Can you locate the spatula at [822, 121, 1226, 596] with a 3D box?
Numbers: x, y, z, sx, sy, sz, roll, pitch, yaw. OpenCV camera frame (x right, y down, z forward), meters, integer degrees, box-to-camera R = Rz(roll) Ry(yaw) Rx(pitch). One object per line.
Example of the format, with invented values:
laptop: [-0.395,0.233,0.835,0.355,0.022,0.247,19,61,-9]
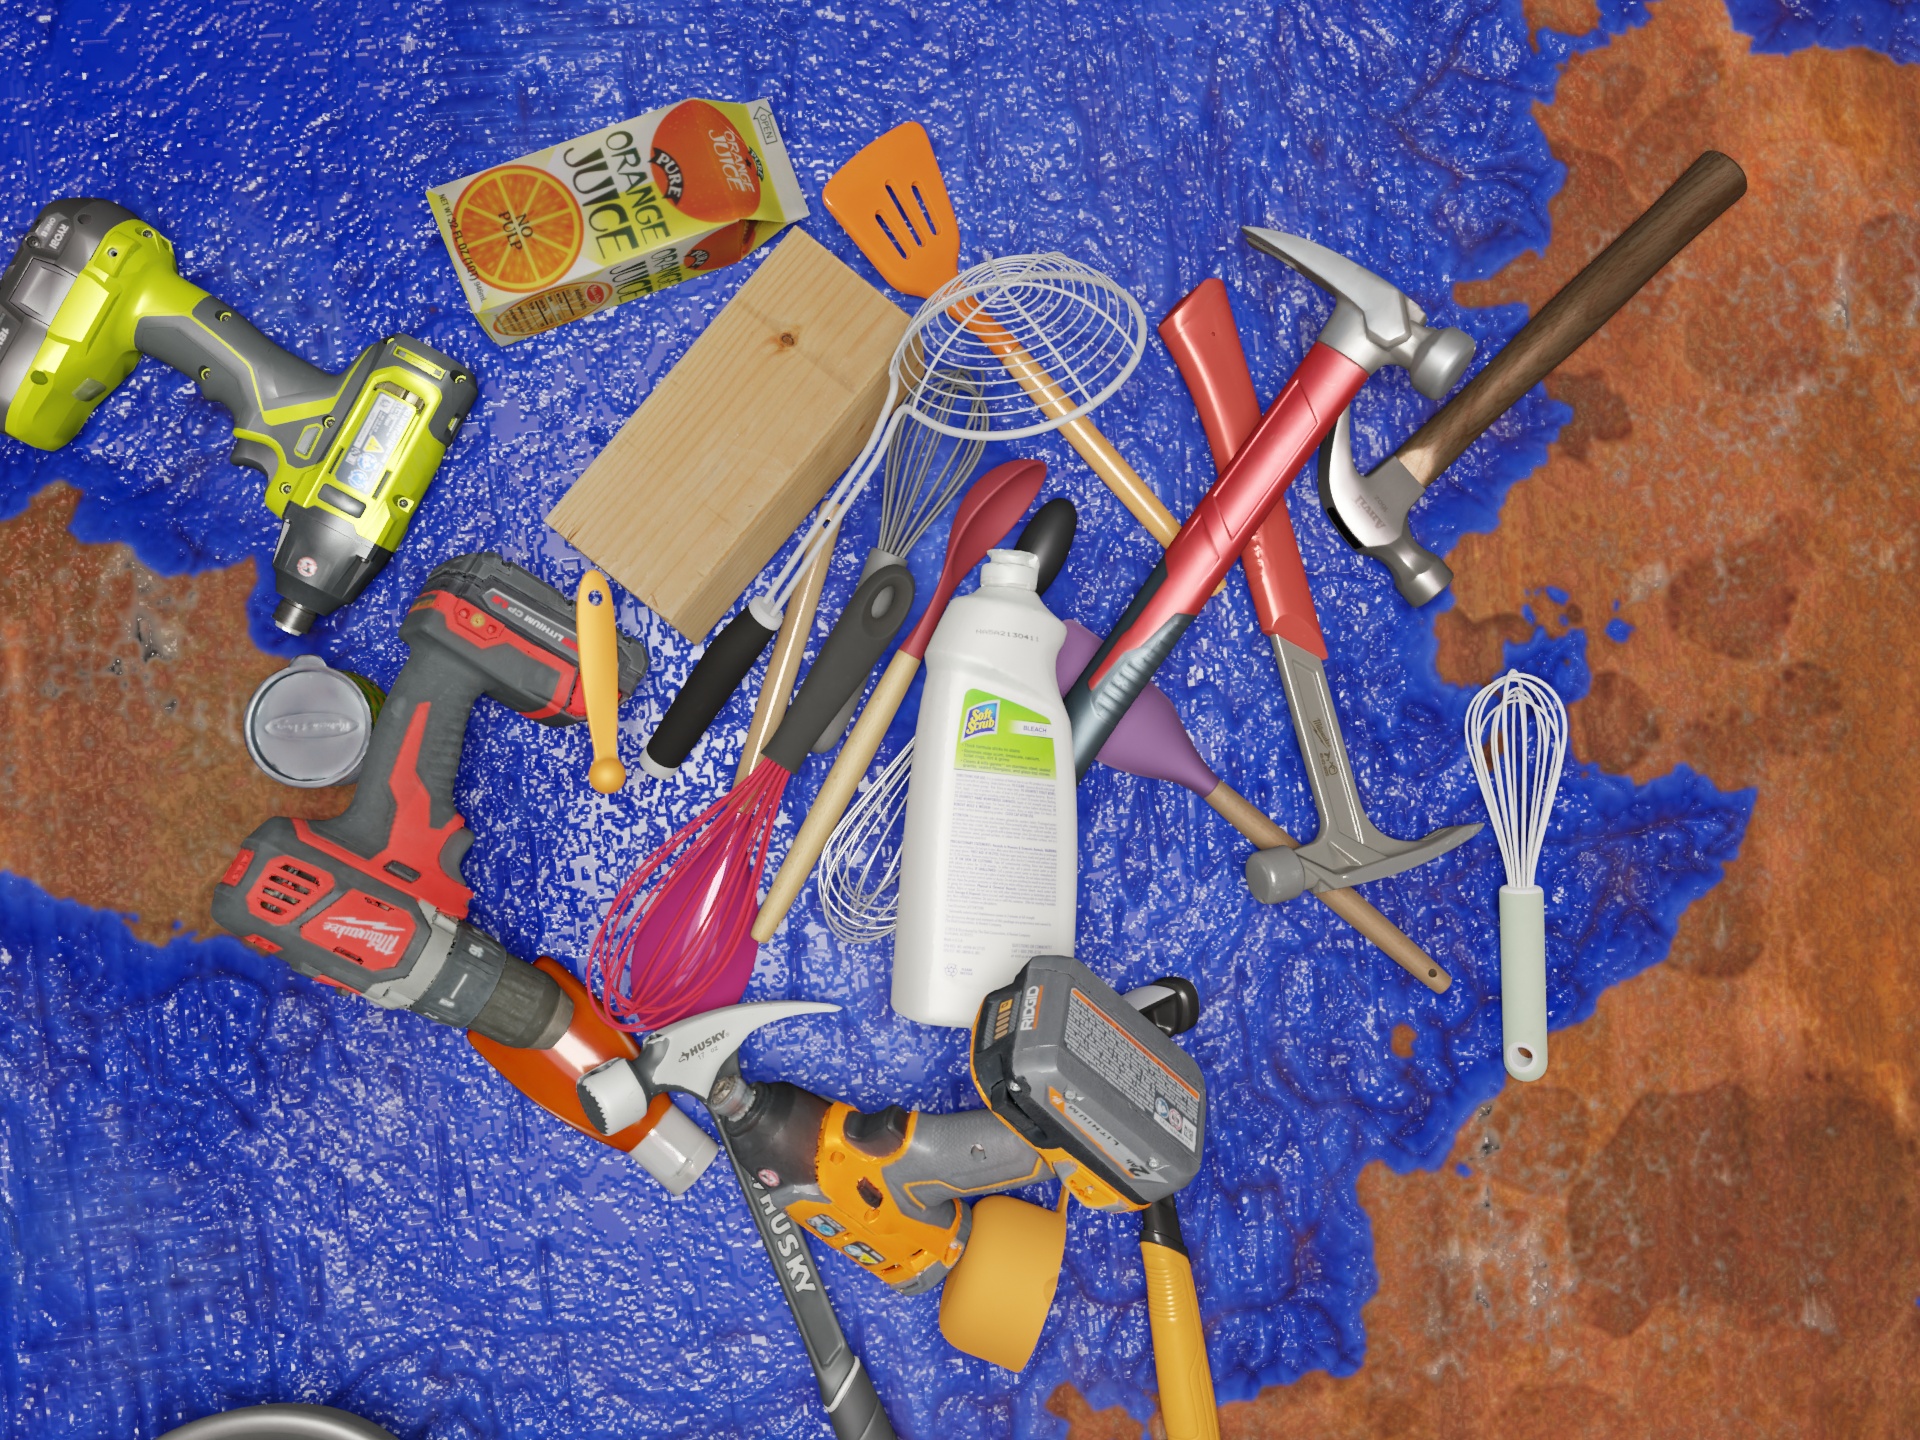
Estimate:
spatula: [0.048,-0.197,0.919,0.322,0.041,0.081,48,69,-5]

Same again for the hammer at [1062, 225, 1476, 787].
hammer: [0.111,-0.084,0.889,0.143,0.038,0.386,38,99,17]

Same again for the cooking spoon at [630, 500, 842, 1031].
cooking spoon: [-0.119,0.027,0.909,0.068,0.017,0.319,17,88,-7]

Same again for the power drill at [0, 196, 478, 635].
power drill: [-0.399,-0.163,0.856,0.223,0.080,0.171,28,86,-8]

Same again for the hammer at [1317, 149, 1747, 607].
hammer: [0.346,-0.225,0.955,0.331,0.031,0.130,-43,94,-5]

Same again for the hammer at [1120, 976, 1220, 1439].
hammer: [0.115,0.323,0.897,0.127,0.034,0.337,-15,97,-48]

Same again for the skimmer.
skimmer: [-0.048,-0.093,0.844,0.090,0.127,0.363,17,123,-39]

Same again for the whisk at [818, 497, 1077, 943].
whisk: [-0.001,-0.002,0.907,0.070,0.070,0.285,28,81,-5]

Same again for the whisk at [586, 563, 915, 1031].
whisk: [-0.109,0.040,0.868,0.073,0.073,0.296,33,86,-5]

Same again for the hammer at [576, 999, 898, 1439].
hammer: [-0.070,0.348,0.886,0.149,0.036,0.409,-25,98,-33]

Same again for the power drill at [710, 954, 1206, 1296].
power drill: [-0.010,0.203,0.797,0.226,0.084,0.164,-32,117,33]

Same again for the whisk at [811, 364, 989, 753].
whisk: [-0.039,-0.092,0.906,0.055,0.055,0.239,21,92,-5]

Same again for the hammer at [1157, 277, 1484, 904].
hammer: [0.193,-0.082,0.928,0.149,0.037,0.359,-14,87,-20]

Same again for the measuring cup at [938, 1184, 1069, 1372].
measuring cup: [0.033,0.272,0.899,0.052,0.095,0.174,17,69,-1]

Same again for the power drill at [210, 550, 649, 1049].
power drill: [-0.250,0.047,0.832,0.187,0.080,0.227,34,69,-26]

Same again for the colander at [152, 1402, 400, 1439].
colander: [-0.280,0.438,0.851,0.397,0.094,0.204,-7,91,-10]

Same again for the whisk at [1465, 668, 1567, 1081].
whisk: [0.333,0.092,0.945,0.058,0.059,0.246,-1,94,30]

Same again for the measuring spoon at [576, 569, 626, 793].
measuring spoon: [-0.185,-0.020,0.823,0.021,0.011,0.117,-5,92,-32]

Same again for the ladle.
ladle: [-0.040,-0.014,0.903,0.031,0.069,0.315,29,90,16]

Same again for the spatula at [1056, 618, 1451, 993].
spatula: [0.166,0.058,0.938,0.316,0.018,0.060,39,86,-3]
